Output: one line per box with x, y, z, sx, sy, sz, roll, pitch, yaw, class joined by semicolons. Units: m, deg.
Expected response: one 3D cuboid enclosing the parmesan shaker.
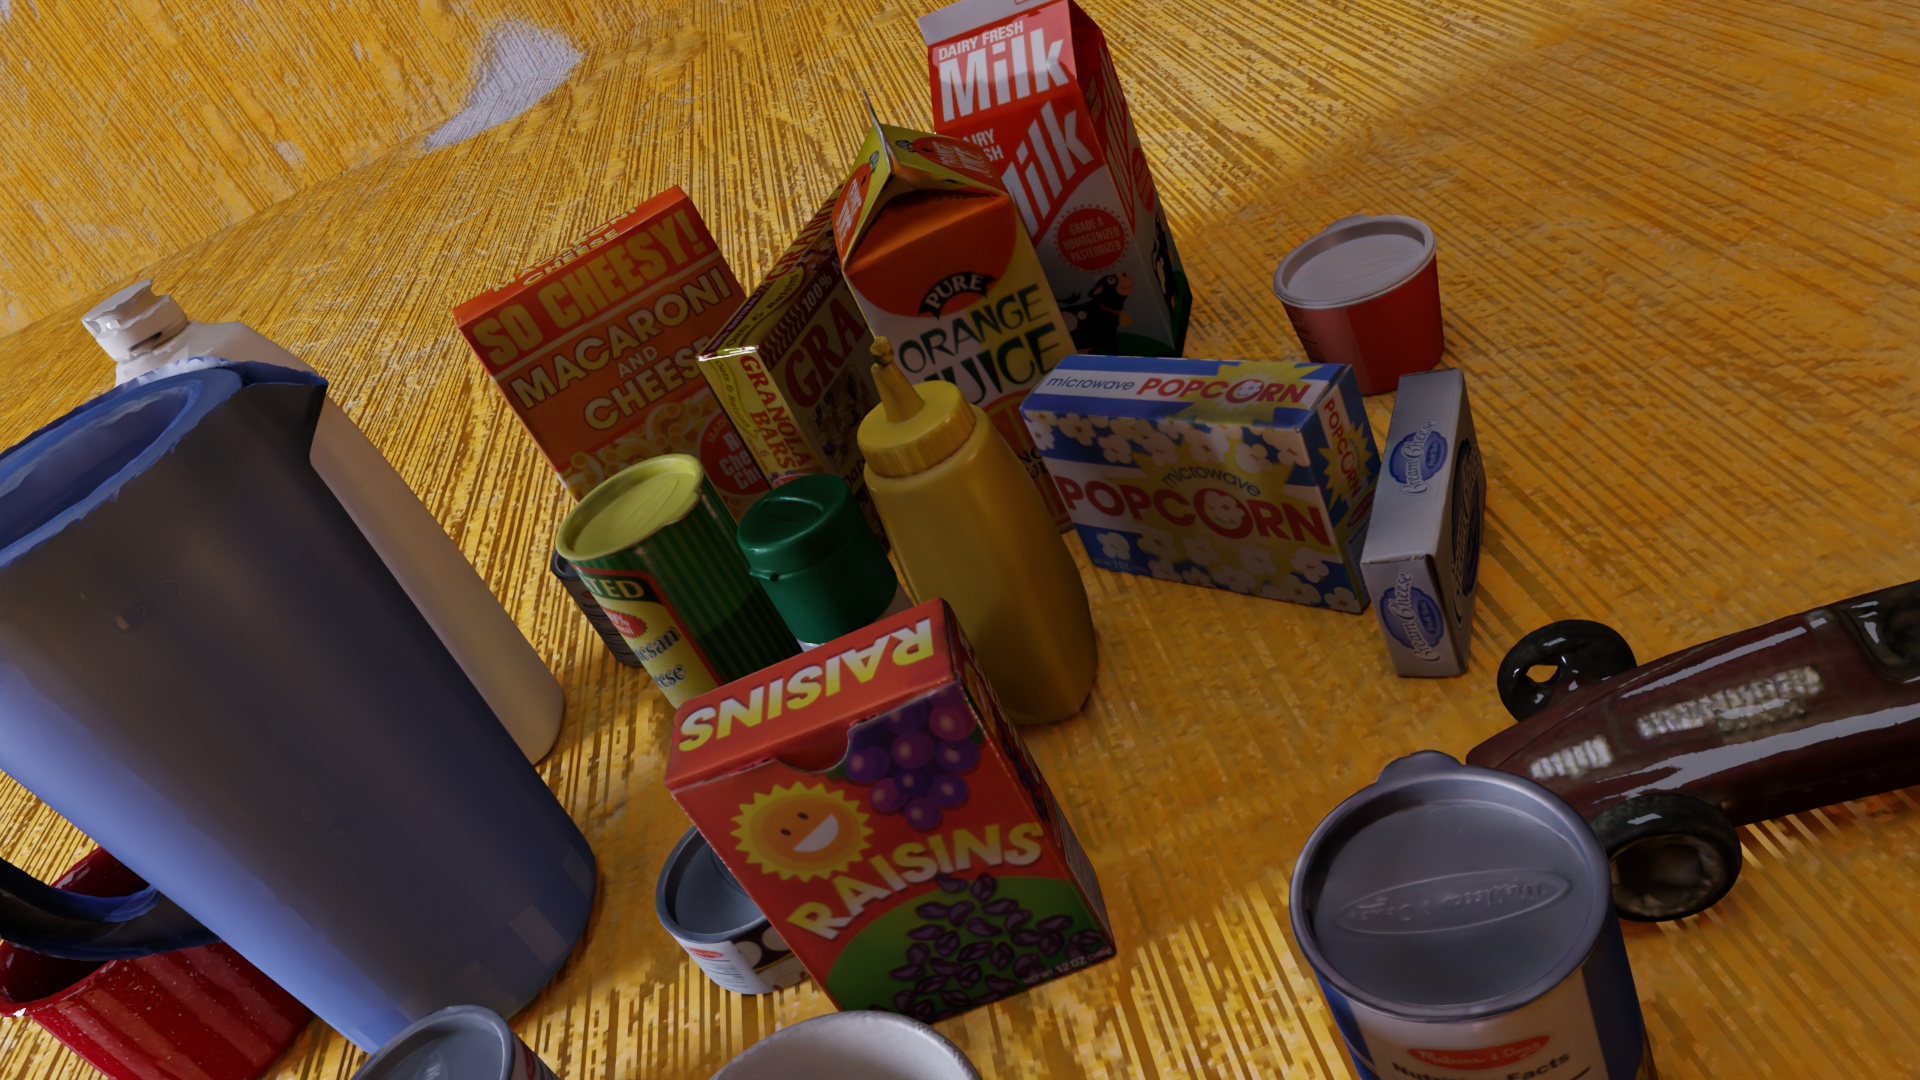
-0.111;0.024;0.581;0.071;0.102;0.072;-19;33;13;parmesan shaker

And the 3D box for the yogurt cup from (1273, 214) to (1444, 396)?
0.174;-0.099;0.595;0.072;0.053;0.073;-19;33;13;yogurt cup

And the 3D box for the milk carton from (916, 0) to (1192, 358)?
0.047;-0.170;0.661;0.072;0.189;0.074;-12;35;24;milk carton

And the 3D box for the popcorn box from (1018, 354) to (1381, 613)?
0.092;-0.024;0.518;0.126;0.085;0.038;10;47;44;popcorn box

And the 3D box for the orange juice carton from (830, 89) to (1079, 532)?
0.003;-0.093;0.581;0.073;0.192;0.072;-24;32;5;orange juice carton

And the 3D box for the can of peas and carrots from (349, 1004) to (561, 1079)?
-0.150;0.186;0.418;0.071;0.058;0.071;-19;33;13;can of peas and carrots

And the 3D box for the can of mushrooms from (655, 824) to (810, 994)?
-0.066;0.118;0.479;0.071;0.033;0.071;-19;33;13;can of mushrooms

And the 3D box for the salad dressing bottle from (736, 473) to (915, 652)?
-0.021;0.046;0.440;0.064;0.147;0.044;12;48;46;salad dressing bottle

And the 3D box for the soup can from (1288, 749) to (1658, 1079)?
0.119;0.102;0.318;0.071;0.083;0.072;-19;33;13;soup can

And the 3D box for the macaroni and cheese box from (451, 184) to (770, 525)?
-0.150;-0.072;0.687;0.124;0.165;0.040;-32;32;-8;macaroni and cheese box

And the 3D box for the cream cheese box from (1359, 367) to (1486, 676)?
0.161;-0.008;0.474;0.024;0.053;0.104;-6;37;30;cream cheese box

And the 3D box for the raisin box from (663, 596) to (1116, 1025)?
-0.017;0.086;0.404;0.086;0.123;0.040;-22;32;8;raisin box

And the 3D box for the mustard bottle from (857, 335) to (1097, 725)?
0.002;-0.006;0.487;0.049;0.159;0.066;-14;34;21;mustard bottle

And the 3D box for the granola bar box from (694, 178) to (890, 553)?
-0.049;-0.086;0.674;0.039;0.123;0.166;-6;37;30;granola bar box

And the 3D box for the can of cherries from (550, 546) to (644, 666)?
-0.150;0.016;0.664;0.071;0.058;0.072;-19;33;13;can of cherries
